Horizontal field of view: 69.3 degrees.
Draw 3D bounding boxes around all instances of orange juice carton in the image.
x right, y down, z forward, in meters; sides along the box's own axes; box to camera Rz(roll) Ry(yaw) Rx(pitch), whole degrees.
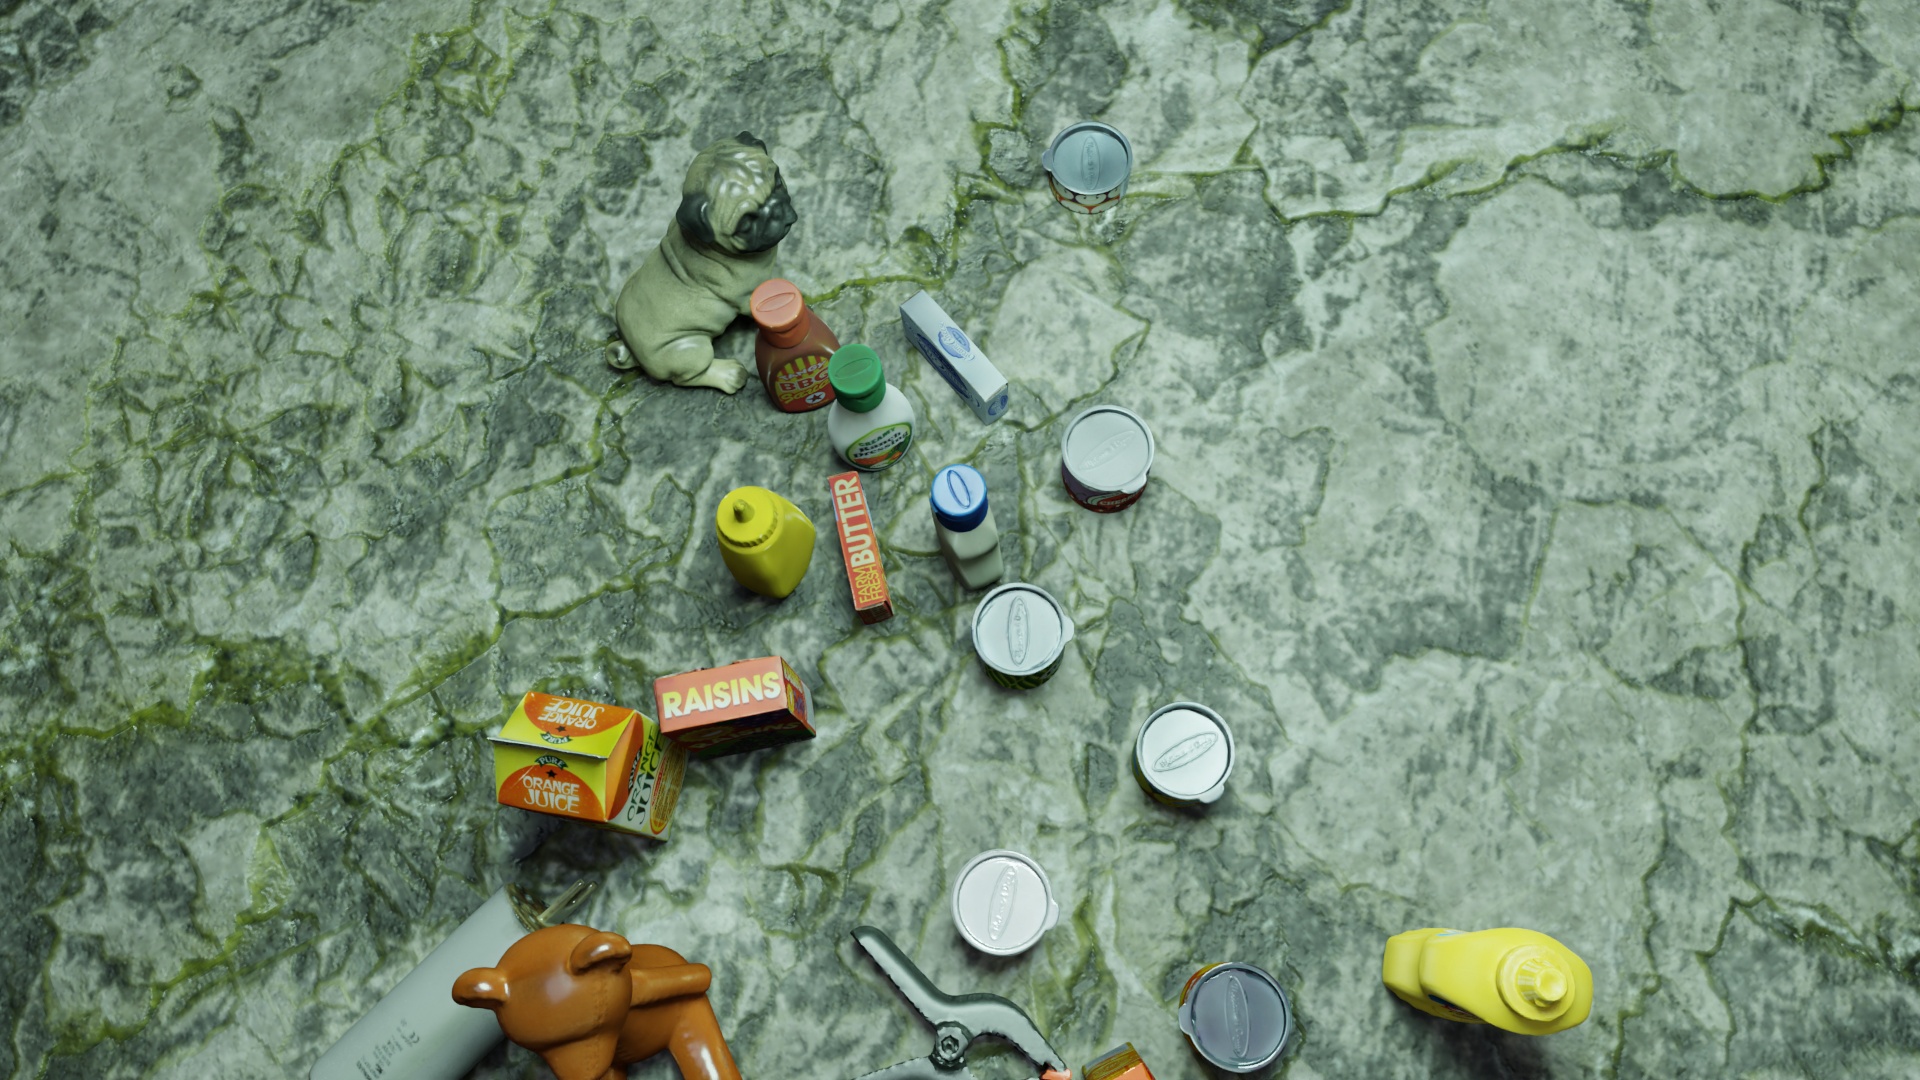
[{"bbox_3d":[-0.239,0.147,0.904,0.072,0.192,0.073,10,74,6],"label":"orange juice carton"}]

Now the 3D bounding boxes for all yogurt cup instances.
[{"bbox_3d":[0.029,0.243,0.932,0.072,0.053,0.072,-1,73,3],"label":"yogurt cup"}]

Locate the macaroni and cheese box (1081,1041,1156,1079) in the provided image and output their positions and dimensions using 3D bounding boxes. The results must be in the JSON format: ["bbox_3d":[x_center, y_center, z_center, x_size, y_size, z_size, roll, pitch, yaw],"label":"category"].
[{"bbox_3d":[0.119,0.370,0.830,0.040,0.166,0.124,-27,74,-5],"label":"macaroni and cheese box"}]

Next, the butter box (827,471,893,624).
[{"bbox_3d":[-0.072,0.006,1.010,0.024,0.053,0.104,-14,73,-1],"label":"butter box"}]

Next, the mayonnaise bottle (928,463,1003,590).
[{"bbox_3d":[0.003,-0.012,0.962,0.041,0.147,0.065,-24,74,-4],"label":"mayonnaise bottle"}]

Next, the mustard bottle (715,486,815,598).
[{"bbox_3d":[-0.139,-0.006,0.962,0.049,0.160,0.065,22,76,9],"label":"mustard bottle"}]

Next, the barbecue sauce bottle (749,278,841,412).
[{"bbox_3d":[-0.121,-0.141,1.008,0.065,0.148,0.044,-21,74,-3],"label":"barbecue sauce bottle"}]

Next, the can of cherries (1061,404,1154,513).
[{"bbox_3d":[0.108,-0.056,1.017,0.071,0.058,0.071,-1,73,3],"label":"can of cherries"}]

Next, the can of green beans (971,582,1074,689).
[{"bbox_3d":[0.042,0.069,0.982,0.071,0.057,0.071,-1,73,3],"label":"can of green beans"}]

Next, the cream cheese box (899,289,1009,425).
[{"bbox_3d":[-0.004,-0.138,1.050,0.024,0.053,0.104,-39,75,-8],"label":"cream cheese box"}]

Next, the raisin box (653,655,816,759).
[{"bbox_3d":[-0.150,0.114,0.945,0.086,0.123,0.040,-11,73,0],"label":"raisin box"}]

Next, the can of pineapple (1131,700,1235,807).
[{"bbox_3d":[0.152,0.149,0.952,0.071,0.057,0.071,-1,73,3],"label":"can of pineapple"}]

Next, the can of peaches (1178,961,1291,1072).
[{"bbox_3d":[0.175,0.308,0.902,0.071,0.058,0.071,-1,73,3],"label":"can of peaches"}]

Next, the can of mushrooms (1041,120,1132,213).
[{"bbox_3d":[0.100,-0.296,1.103,0.071,0.033,0.071,-1,73,3],"label":"can of mushrooms"}]

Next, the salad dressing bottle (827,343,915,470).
[{"bbox_3d":[-0.067,-0.094,0.991,0.064,0.147,0.044,-23,74,-4],"label":"salad dressing bottle"}]
